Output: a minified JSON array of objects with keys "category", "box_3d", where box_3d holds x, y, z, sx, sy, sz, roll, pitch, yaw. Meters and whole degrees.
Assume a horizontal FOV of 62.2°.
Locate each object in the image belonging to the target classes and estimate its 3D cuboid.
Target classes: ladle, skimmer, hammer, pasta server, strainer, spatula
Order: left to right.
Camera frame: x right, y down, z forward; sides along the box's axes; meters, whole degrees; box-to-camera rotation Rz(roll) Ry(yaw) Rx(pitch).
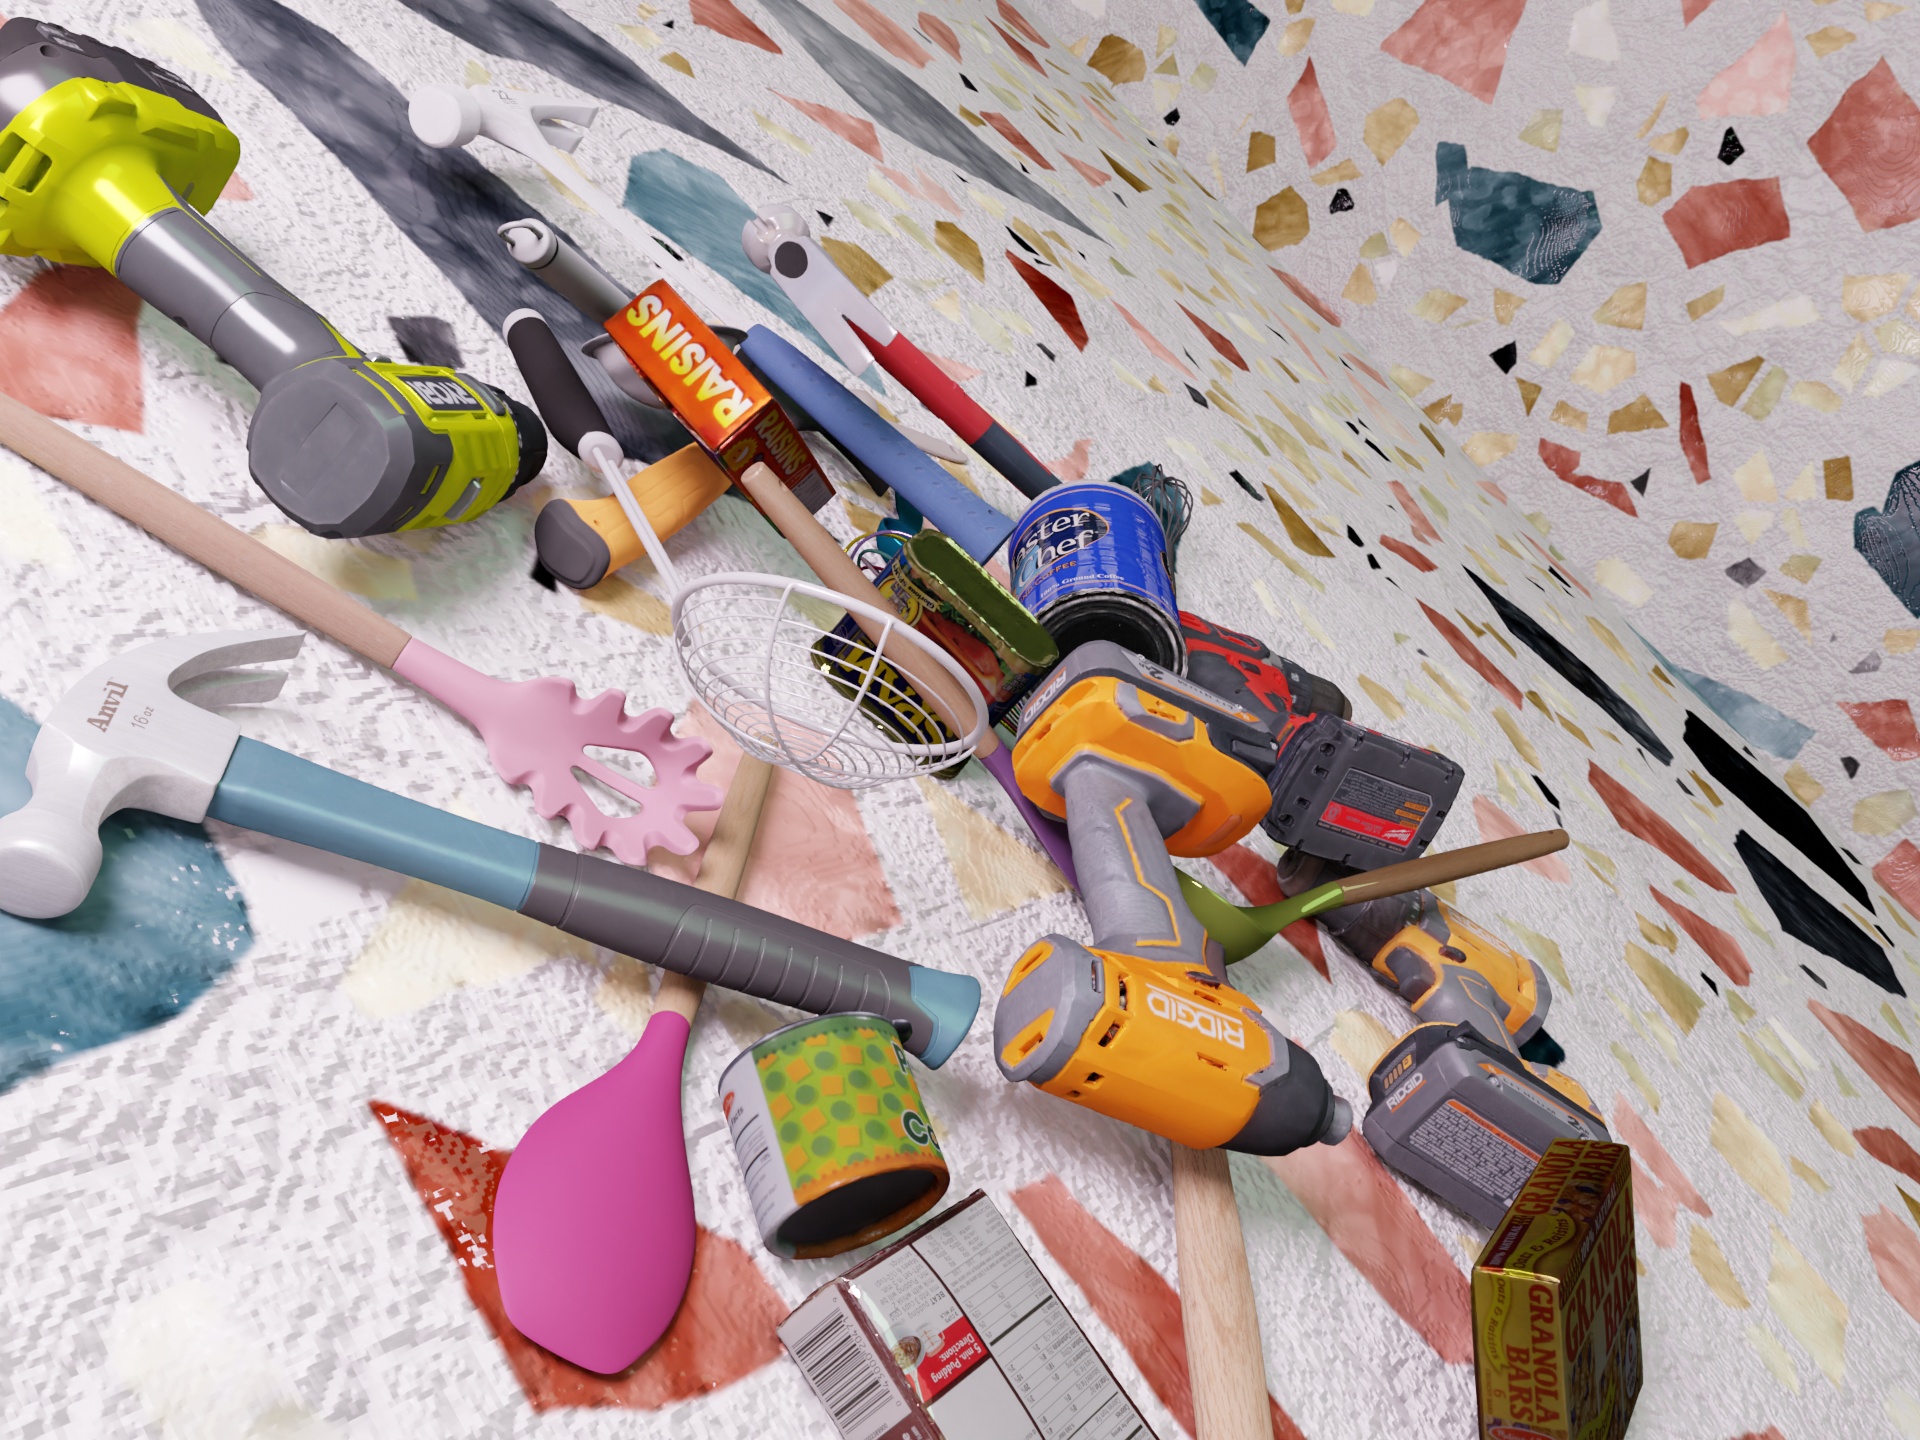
[{"category":"pasta server","box_3d":[-0.231,-0.040,0.588,0.316,0.060,0.040,33,-14,-14]},{"category":"hammer","box_3d":[-0.136,0.059,0.546,0.330,0.033,0.128,23,33,-24]},{"category":"strainer","box_3d":[-0.163,-0.191,0.763,0.258,0.087,0.050,18,66,-81]},{"category":"skimmer","box_3d":[-0.112,-0.100,0.689,0.364,0.090,0.127,54,0,38]},{"category":"hammer","box_3d":[-0.128,-0.133,0.862,0.127,0.034,0.337,39,27,-3]},{"category":"hammer","box_3d":[-0.129,-0.235,0.935,0.405,0.035,0.144,41,28,1]},{"category":"spatula","box_3d":[-0.001,-0.002,0.762,0.315,0.018,0.060,50,21,-29]},{"category":"hammer","box_3d":[0.018,-0.176,1.001,0.385,0.038,0.143,32,17,-51]},{"category":"hammer","box_3d":[0.103,0.215,0.666,0.130,0.031,0.332,33,29,-18]},{"category":"ladle","box_3d":[0.231,0.081,0.888,0.320,0.062,0.078,-8,20,-30]}]

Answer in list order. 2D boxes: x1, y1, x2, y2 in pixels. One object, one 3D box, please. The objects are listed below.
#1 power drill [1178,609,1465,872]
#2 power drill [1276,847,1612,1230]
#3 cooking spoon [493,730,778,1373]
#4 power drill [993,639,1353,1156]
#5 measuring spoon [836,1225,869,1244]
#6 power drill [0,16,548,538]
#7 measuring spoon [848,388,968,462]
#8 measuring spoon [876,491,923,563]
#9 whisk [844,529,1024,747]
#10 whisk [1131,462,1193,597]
[{"category":"power drill","box_3d":[0.219,0.009,1.016,0.187,0.080,0.227,18,18,-29]},{"category":"power drill","box_3d":[0.265,0.165,0.904,0.185,0.084,0.226,33,24,-8]},{"category":"cooking spoon","box_3d":[-0.101,0.094,0.585,0.068,0.017,0.319,35,28,-16]},{"category":"power drill","box_3d":[0.098,0.085,0.712,0.164,0.084,0.227,25,41,-20]},{"category":"measuring spoon","box_3d":[-0.044,0.145,0.600,0.021,0.011,0.117,21,37,-22]},{"category":"power drill","box_3d":[-0.278,-0.167,0.654,0.228,0.080,0.190,42,12,-3]},{"category":"measuring spoon","box_3d":[-0.035,-0.204,1.102,0.124,0.018,0.034,14,38,-44]},{"category":"measuring spoon","box_3d":[-0.037,-0.119,0.987,0.042,0.021,0.129,33,19,-16]},{"category":"whisk","box_3d":[0.020,-0.007,0.876,0.245,0.051,0.047,48,48,3]},{"category":"whisk","box_3d":[0.150,-0.127,1.212,0.055,0.055,0.239,34,33,-16]}]
